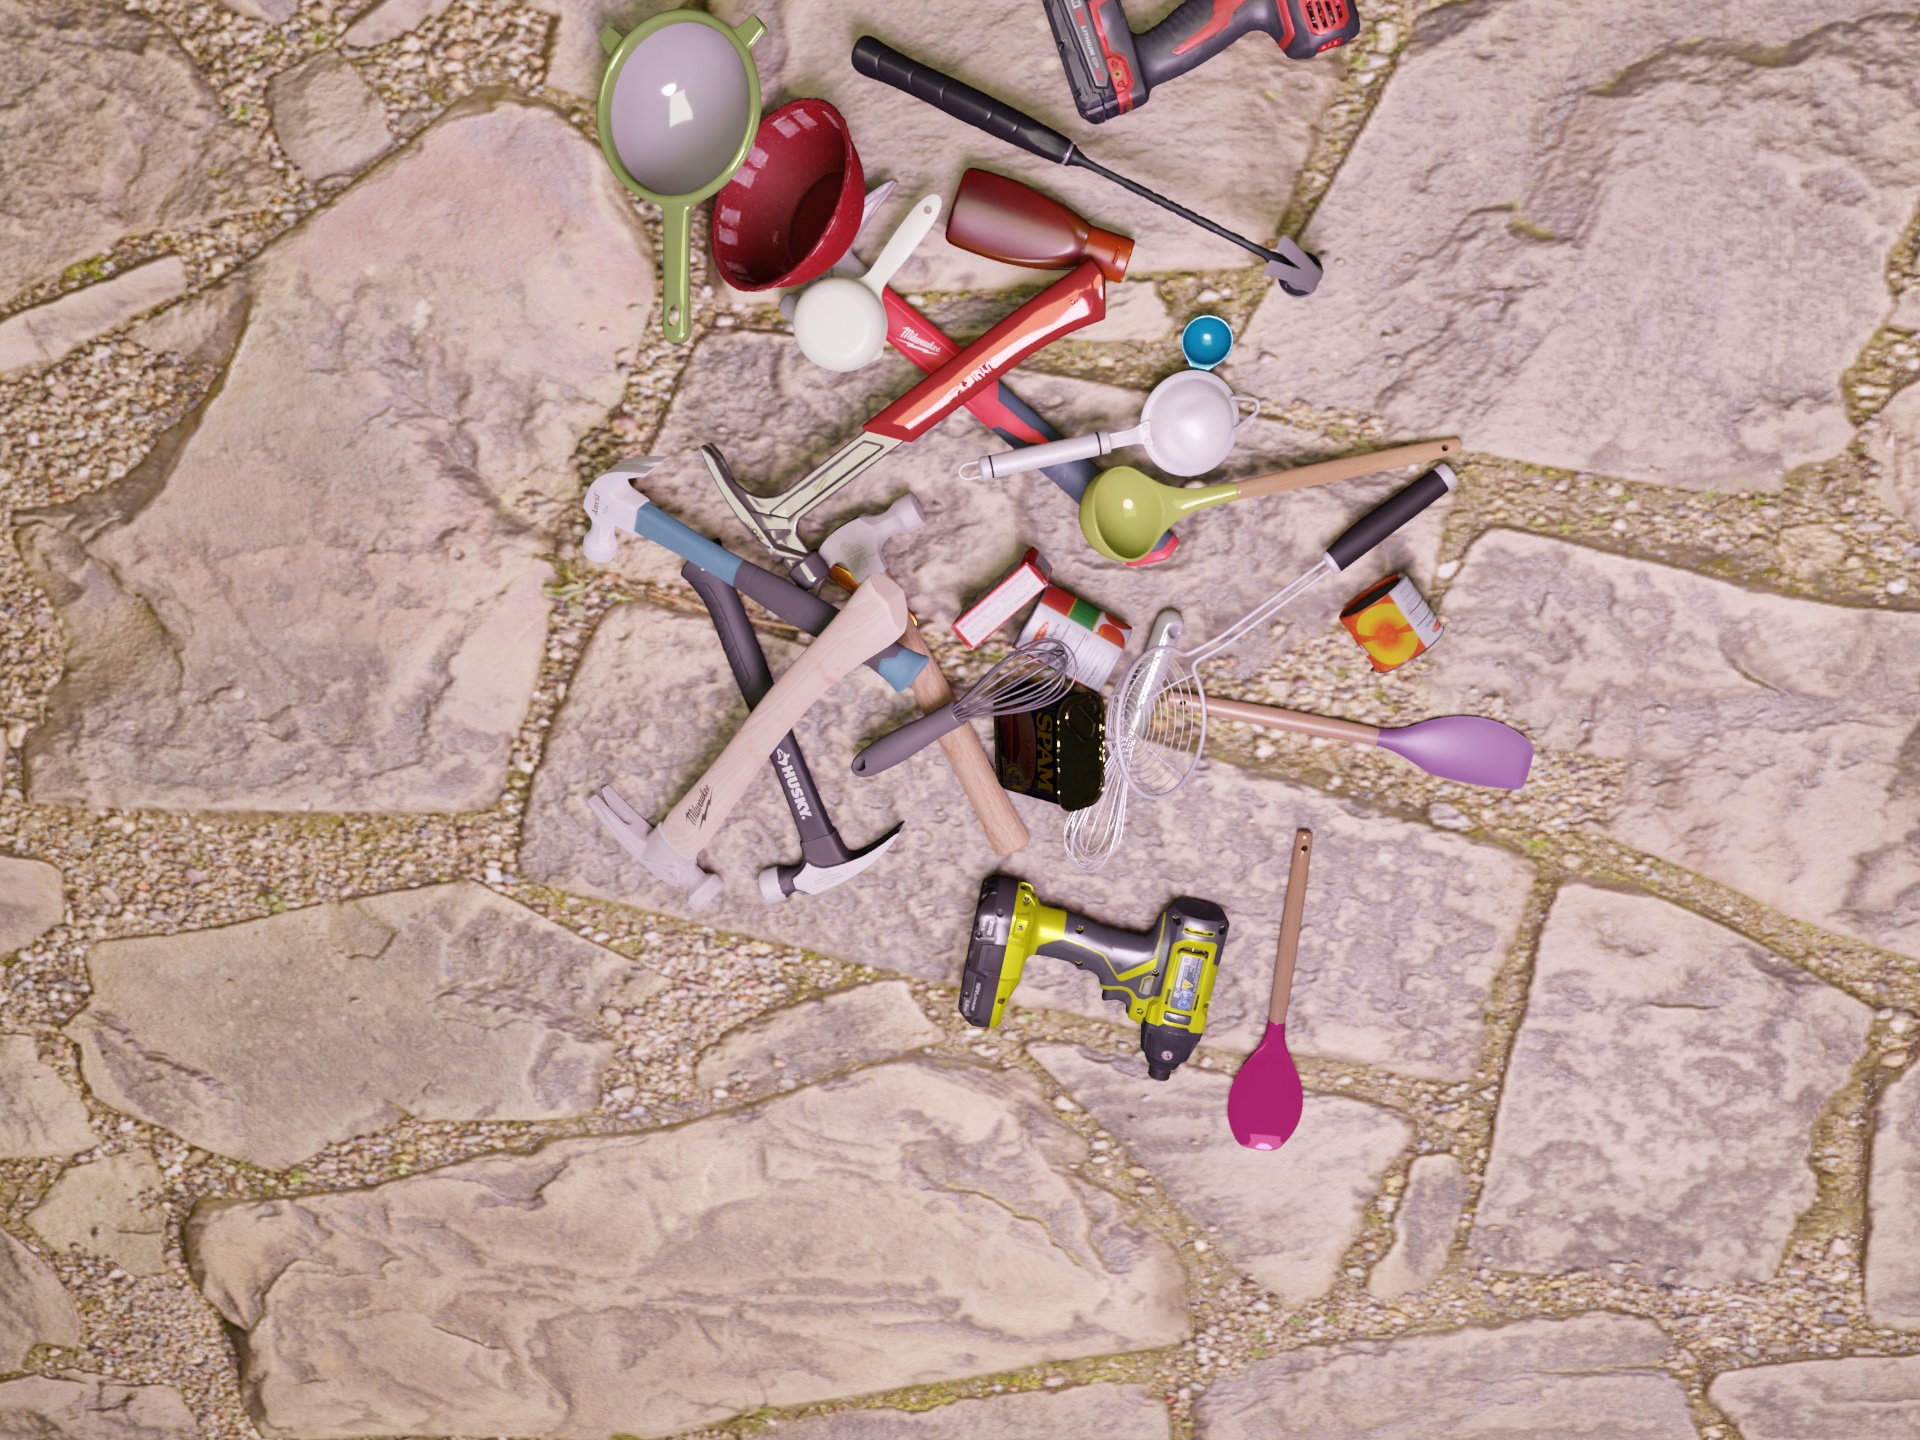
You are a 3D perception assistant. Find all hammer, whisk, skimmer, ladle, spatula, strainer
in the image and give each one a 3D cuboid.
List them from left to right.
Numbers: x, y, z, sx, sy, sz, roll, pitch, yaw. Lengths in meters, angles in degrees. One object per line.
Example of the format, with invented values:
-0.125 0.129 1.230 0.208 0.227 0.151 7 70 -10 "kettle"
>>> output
-0.216 -0.435 1.291 0.151 0.069 0.256 6 99 22 "strainer"
-0.180 0.008 1.366 0.146 0.038 0.410 43 126 -1 "hammer"
-0.174 -0.116 1.340 0.331 0.033 0.128 30 136 9 "hammer"
-0.167 -0.004 1.434 0.146 0.035 0.334 -18 102 13 "hammer"
-0.037 -0.264 1.302 0.359 0.037 0.149 -35 98 14 "hammer"
-0.027 -0.026 1.404 0.130 0.031 0.331 -24 103 12 "hammer"
-0.001 -0.004 1.358 0.239 0.055 0.055 -28 100 28 "whisk"
0.039 -0.275 1.329 0.386 0.038 0.143 40 105 -4 "hammer"
0.096 -0.434 1.241 0.409 0.149 0.036 29 107 7 "hammer"
0.125 -0.227 1.298 0.258 0.050 0.086 -12 110 0 "strainer"
0.146 0.019 1.392 0.057 0.059 0.246 9 106 -35 "whisk"
0.253 -0.192 1.291 0.320 0.062 0.078 -12 97 0 "ladle"
0.269 -0.078 1.307 0.363 0.090 0.127 -37 129 7 "skimmer"
0.335 0.007 1.376 0.316 0.018 0.059 10 105 4 "spatula"

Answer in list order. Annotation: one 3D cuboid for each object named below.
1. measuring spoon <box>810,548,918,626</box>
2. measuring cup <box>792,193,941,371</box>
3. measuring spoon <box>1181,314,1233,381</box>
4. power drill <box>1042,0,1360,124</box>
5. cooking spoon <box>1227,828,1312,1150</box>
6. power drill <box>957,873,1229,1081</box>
-0.088 -0.114 1.404 0.117 0.011 0.021 33 107 -2 "measuring spoon"
-0.071 -0.355 1.281 0.083 0.038 0.167 39 106 -4 "measuring cup"
0.192 -0.275 1.322 0.042 0.021 0.128 13 116 -1 "measuring spoon"
0.175 -0.574 1.210 0.226 0.080 0.188 -18 102 9 "power drill"
0.292 0.250 1.449 0.069 0.017 0.318 6 107 5 "cooking spoon"
0.116 0.232 1.440 0.223 0.080 0.171 12 106 1 "power drill"
